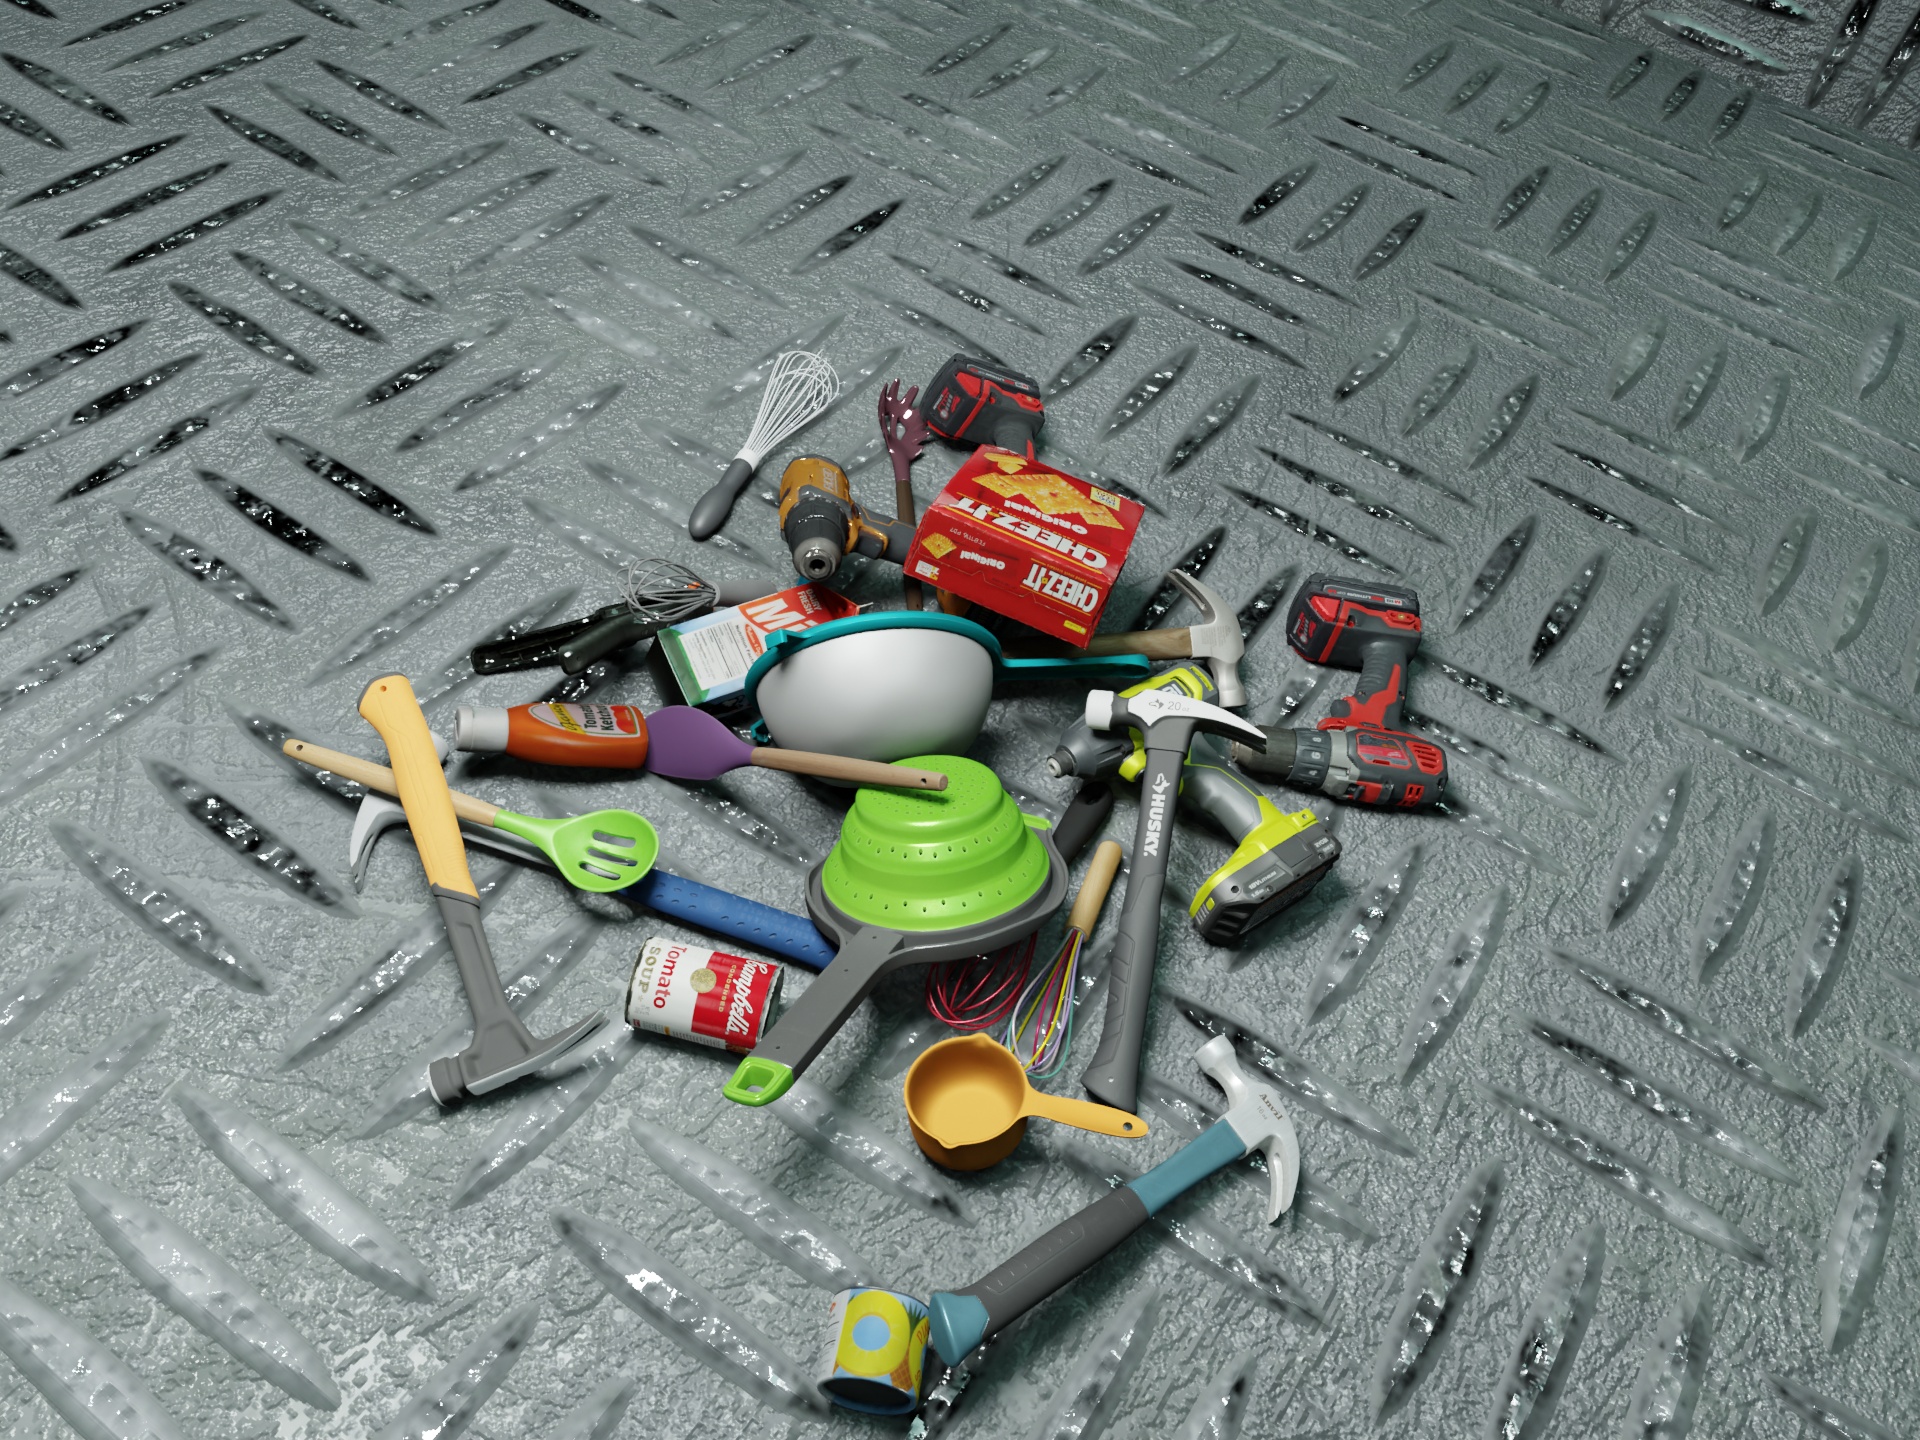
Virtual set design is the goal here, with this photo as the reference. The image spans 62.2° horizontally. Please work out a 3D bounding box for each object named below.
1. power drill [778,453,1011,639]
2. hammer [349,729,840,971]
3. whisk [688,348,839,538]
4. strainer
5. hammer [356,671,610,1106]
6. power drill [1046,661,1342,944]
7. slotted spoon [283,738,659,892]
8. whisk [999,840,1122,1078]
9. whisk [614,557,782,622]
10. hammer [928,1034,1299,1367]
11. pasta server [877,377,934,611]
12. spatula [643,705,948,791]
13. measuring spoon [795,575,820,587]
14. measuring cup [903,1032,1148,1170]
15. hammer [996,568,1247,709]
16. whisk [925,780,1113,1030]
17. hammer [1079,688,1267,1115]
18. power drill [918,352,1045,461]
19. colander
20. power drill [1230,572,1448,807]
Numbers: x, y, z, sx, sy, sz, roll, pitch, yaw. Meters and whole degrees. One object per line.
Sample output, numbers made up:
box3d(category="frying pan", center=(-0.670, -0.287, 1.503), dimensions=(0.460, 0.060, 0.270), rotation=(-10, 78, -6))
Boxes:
box3d(category="power drill", center=(-0.055, -0.144, 1.405), dimensions=(0.226, 0.084, 0.186), rotation=(23, 25, -17))
box3d(category="hammer", center=(-0.275, 0.124, 1.233), dimensions=(0.405, 0.035, 0.144), rotation=(18, 49, 5))
box3d(category="whisk", center=(-0.200, -0.278, 1.585), dimensions=(0.070, 0.070, 0.285), rotation=(22, 53, 8))
box3d(category="strainer", center=(-0.002, -0.004, 1.295), dimensions=(0.340, 0.211, 0.095), rotation=(-3, 67, -13))
box3d(category="hammer", center=(-0.371, 0.105, 1.172), dimensions=(0.127, 0.034, 0.337), rotation=(-23, 67, -8))
box3d(category="power drill", center=(0.191, 0.067, 1.321), dimensions=(0.171, 0.080, 0.223), rotation=(-26, 64, -28))
box3d(category="slotted spoon", center=(-0.377, 0.066, 1.222), dimensions=(0.314, 0.031, 0.070), rotation=(17, 63, 7))
box3d(category="whisk", center=(0.087, 0.183, 1.243), dimensions=(0.051, 0.047, 0.245), rotation=(20, 46, 10))
box3d(category="whisk", center=(-0.218, -0.110, 1.368), dimensions=(0.055, 0.055, 0.239), rotation=(34, 15, 18))
box3d(category="hammer", center=(0.109, 0.336, 1.088), dimensions=(0.331, 0.033, 0.128), rotation=(-22, 63, -36))
box3d(category="pasta server", center=(-0.051, -0.219, 1.568), dimensions=(0.060, 0.040, 0.317), rotation=(16, 46, -26))
box3d(category="spatula", center=(-0.139, 0.029, 1.238), dimensions=(0.316, 0.060, 0.018), rotation=(7, 6, 36))
box3d(category="measuring spoon", center=(-0.137, -0.145, 1.507), dimensions=(0.042, 0.021, 0.129), rotation=(15, 58, 2))
box3d(category="measuring cup", center=(0.046, 0.283, 1.125), dimensions=(0.173, 0.052, 0.095), rotation=(10, 46, 12))
box3d(category="hammer", center=(0.098, -0.064, 1.410), dimensions=(0.331, 0.031, 0.130), rotation=(-5, 85, -18))
box3d(category="whisk", center=(0.056, 0.138, 1.268), dimensions=(0.073, 0.073, 0.296), rotation=(27, 44, 13))
box3d(category="hammer", center=(0.147, 0.135, 1.226), dimensions=(0.146, 0.035, 0.335), rotation=(6, 68, 14))
box3d(category="power drill", center=(0.034, -0.255, 1.569), dimensions=(0.143, 0.078, 0.220), rotation=(11, 47, -30))
box3d(category="colander", center=(-0.056, 0.125, 1.146), dimensions=(0.204, 0.094, 0.397), rotation=(9, 29, 24))
box3d(category="power drill", center=(0.340, -0.026, 1.449), dimensions=(0.188, 0.080, 0.227), rotation=(9, 52, -2))
